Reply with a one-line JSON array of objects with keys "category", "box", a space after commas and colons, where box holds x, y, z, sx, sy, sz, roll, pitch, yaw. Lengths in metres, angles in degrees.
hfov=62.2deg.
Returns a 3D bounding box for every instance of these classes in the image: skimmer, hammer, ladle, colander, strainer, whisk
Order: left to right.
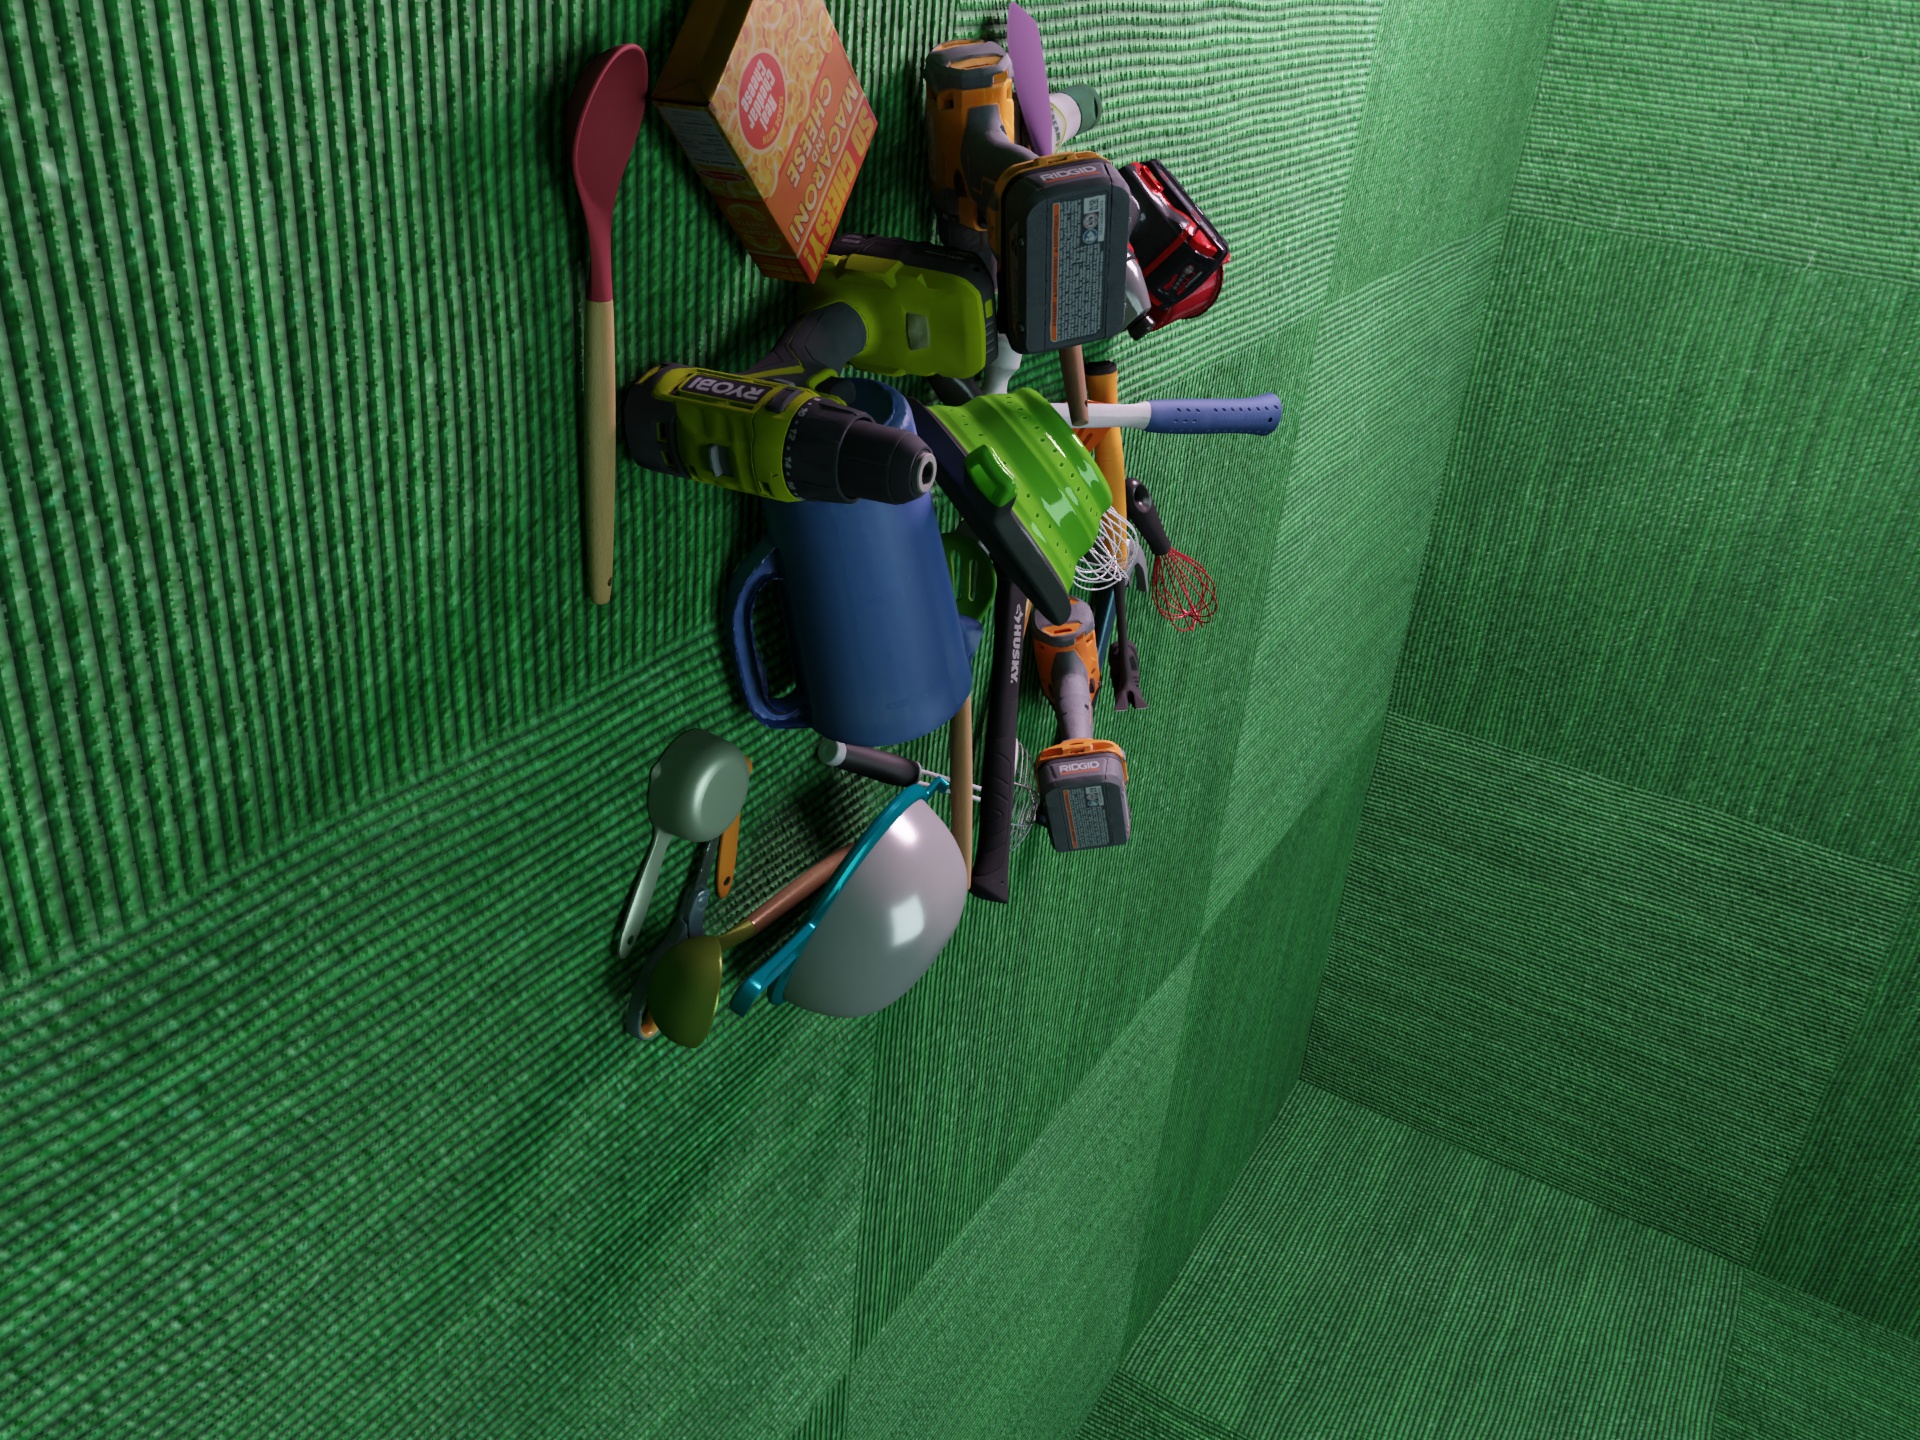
[{"category": "ladle", "box": [-0.198, -0.208, 0.881, 0.069, 0.031, 0.315, -54, 155, -58]}, {"category": "ladle", "box": [-0.139, 0.155, 1.209, 0.078, 0.062, 0.320, -66, 166, 23]}, {"category": "strainer", "box": [-0.074, 0.174, 1.214, 0.211, 0.095, 0.340, -58, 173, 17]}, {"category": "skimmer", "box": [-0.032, 0.053, 1.418, 0.363, 0.090, 0.127, 20, 85, -55]}, {"category": "hammer", "box": [0.040, -0.005, 1.401, 0.146, 0.035, 0.335, 1, 93, -52]}, {"category": "colander", "box": [0.046, -0.173, 1.095, 0.094, 0.204, 0.397, -37, -178, 1]}, {"category": "whisk", "box": [0.059, -0.199, 1.302, 0.284, 0.070, 0.070, 42, 68, -39]}, {"category": "hammer", "box": [0.134, -0.035, 1.693, 0.128, 0.033, 0.331, -12, 119, -61]}, {"category": "hammer", "box": [0.148, -0.176, 1.527, 0.127, 0.034, 0.336, -87, 170, -63]}, {"category": "hammer", "box": [0.156, -0.269, 1.434, 0.405, 0.035, 0.144, -10, 120, -43]}, {"category": "whisk", "box": [0.226, -0.181, 1.755, 0.073, 0.073, 0.295, -64, 149, -15]}]

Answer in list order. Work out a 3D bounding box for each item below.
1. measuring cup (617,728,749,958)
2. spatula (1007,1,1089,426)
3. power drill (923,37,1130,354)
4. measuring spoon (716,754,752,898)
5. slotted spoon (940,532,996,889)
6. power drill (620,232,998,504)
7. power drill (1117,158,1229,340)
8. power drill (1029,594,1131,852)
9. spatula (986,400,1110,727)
[{"category": "measuring cup", "box": [-0.193, 0.089, 1.095, 0.083, 0.038, 0.167, 31, 77, -65]}, {"category": "spatula", "box": [0.064, -0.365, 1.144, 0.059, 0.018, 0.316, 3, 78, -59]}, {"category": "power drill", "box": [0.034, -0.332, 1.076, 0.084, 0.226, 0.185, -15, 136, -13]}, {"category": "measuring spoon", "box": [-0.167, 0.080, 1.176, 0.021, 0.011, 0.117, -24, 129, -58]}, {"category": "slotted spoon", "box": [-0.002, -0.004, 1.337, 0.031, 0.070, 0.313, -57, 148, -71]}, {"category": "power drill", "box": [-0.067, -0.208, 0.965, 0.229, 0.191, 0.080, -54, 149, -41]}, {"category": "power drill", "box": [0.134, -0.382, 1.295, 0.078, 0.143, 0.220, -39, 180, 34]}, {"category": "power drill", "box": [0.113, 0.012, 1.537, 0.164, 0.084, 0.227, 76, 8, -51]}, {"category": "spatula", "box": [0.072, -0.140, 1.473, 0.081, 0.041, 0.322, -3, 112, -45]}]
